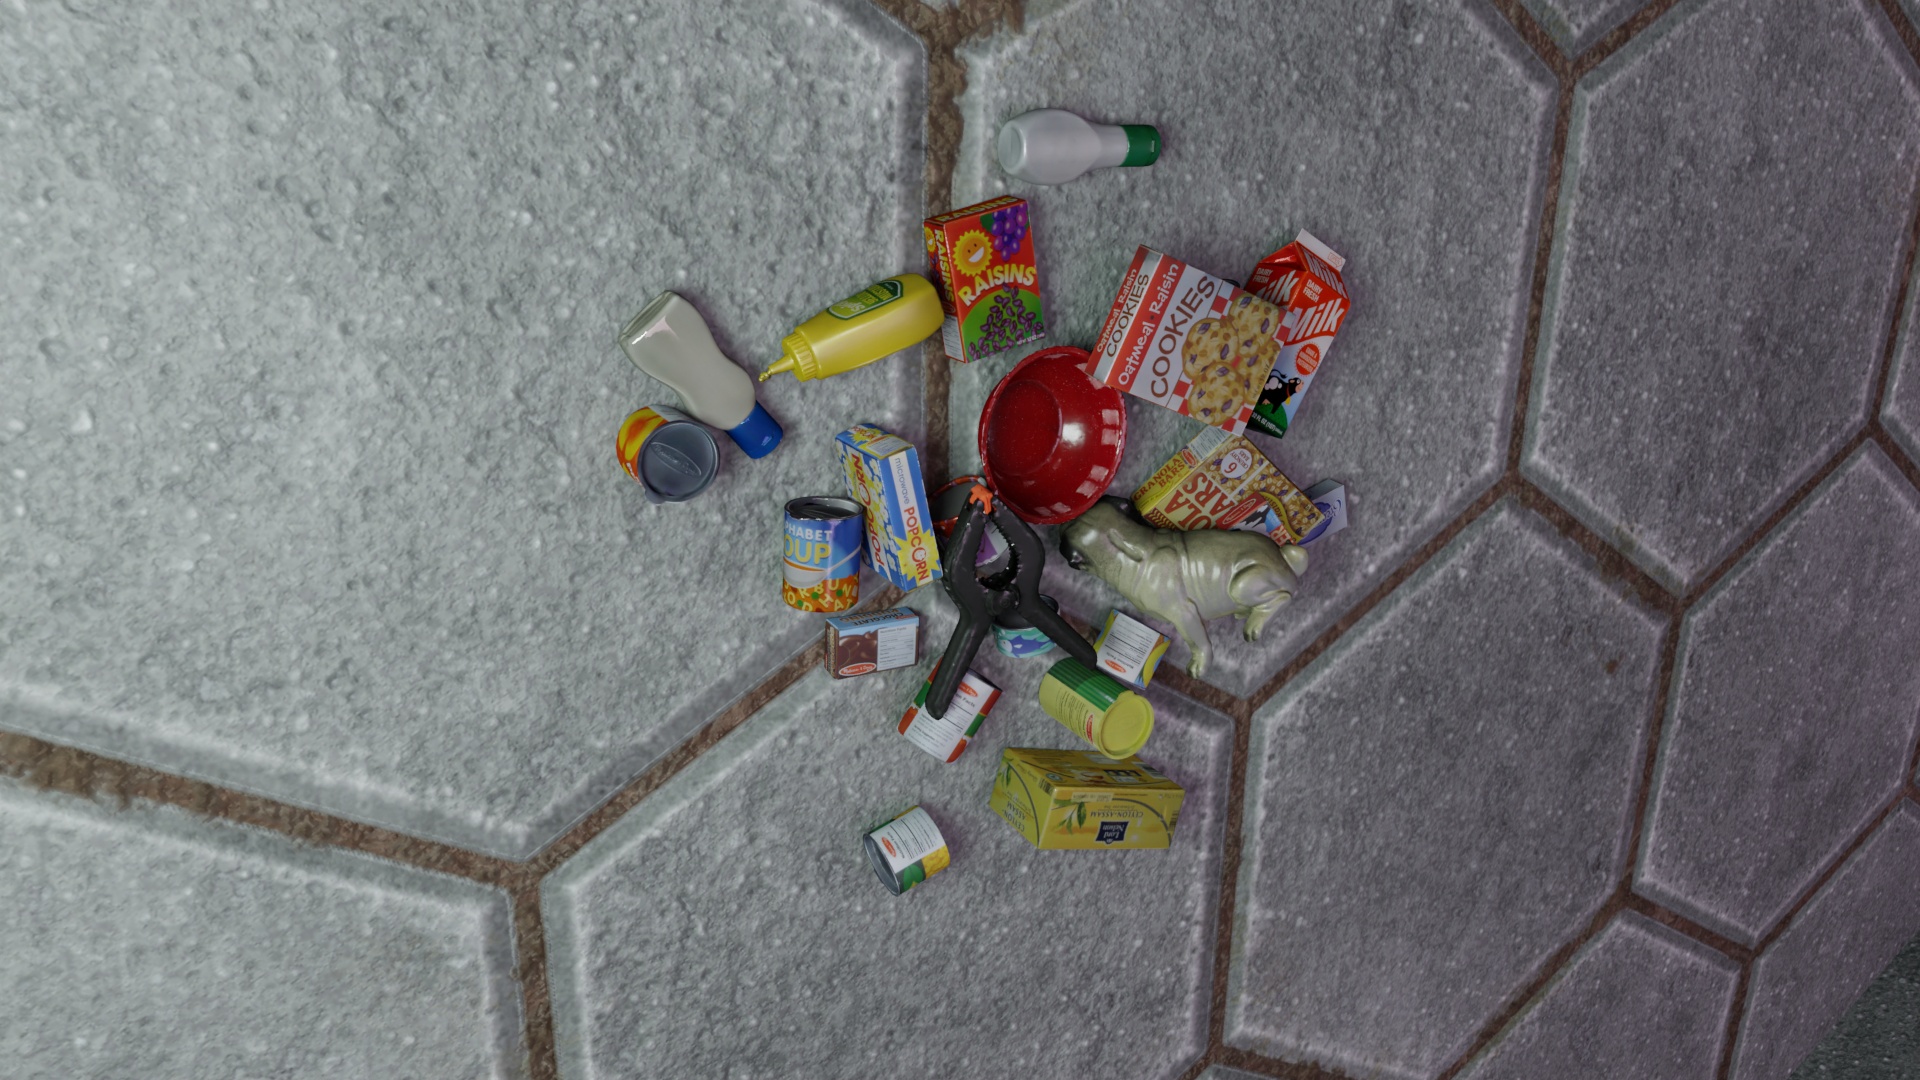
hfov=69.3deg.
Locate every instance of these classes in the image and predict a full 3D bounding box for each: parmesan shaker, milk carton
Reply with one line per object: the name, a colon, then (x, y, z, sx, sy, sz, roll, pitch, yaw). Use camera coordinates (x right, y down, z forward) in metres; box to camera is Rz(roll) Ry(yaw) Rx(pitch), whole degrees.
parmesan shaker: (0.131, 0.159, 1.352, 0.071, 0.103, 0.071, -11, 113, -28)
milk carton: (0.311, -0.204, 1.354, 0.072, 0.073, 0.190, 25, 93, -35)

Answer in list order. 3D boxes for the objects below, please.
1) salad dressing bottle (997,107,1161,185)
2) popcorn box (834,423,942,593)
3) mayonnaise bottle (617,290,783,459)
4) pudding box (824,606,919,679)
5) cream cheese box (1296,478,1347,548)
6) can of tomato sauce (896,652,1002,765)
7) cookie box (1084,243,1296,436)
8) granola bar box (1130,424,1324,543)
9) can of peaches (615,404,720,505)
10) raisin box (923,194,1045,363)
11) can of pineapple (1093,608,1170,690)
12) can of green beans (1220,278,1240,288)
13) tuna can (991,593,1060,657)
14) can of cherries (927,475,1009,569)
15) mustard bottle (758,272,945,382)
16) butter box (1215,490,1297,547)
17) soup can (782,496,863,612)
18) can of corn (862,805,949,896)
salad dressing bottle: (0.105, -0.341, 1.201, 0.148, 0.044, 0.064, -10, 109, -29)
popcorn box: (-0.061, -0.029, 1.182, 0.038, 0.085, 0.126, -23, 117, -23)
mayonnaise bottle: (-0.199, -0.125, 1.094, 0.065, 0.041, 0.147, -46, 125, -8)
pudding box: (-0.079, 0.091, 1.246, 0.084, 0.030, 0.049, -8, 112, -29)
cream cheese box: (0.365, -0.021, 1.479, 0.104, 0.024, 0.053, -26, 120, -21)
can of tomato sauce: (-0.010, 0.157, 1.290, 0.071, 0.071, 0.083, 34, 88, -35)
cookie box: (0.206, -0.177, 1.246, 0.167, 0.040, 0.122, 16, 103, -31)
granola bar box: (0.268, -0.033, 1.384, 0.124, 0.039, 0.165, -43, 125, 13)
can of peaches: (-0.230, -0.067, 1.084, 0.071, 0.058, 0.071, -11, 113, -28)
raisin box: (0.022, -0.224, 1.193, 0.086, 0.040, 0.122, -21, 118, -23)
can of pineapple: (0.168, 0.108, 1.381, 0.071, 0.071, 0.058, 27, 92, -35)
can of green beans: (0.237, -0.207, 1.312, 0.071, 0.071, 0.057, -30, 120, -19)
tuna can: (0.060, 0.080, 1.306, 0.071, 0.071, 0.032, -23, 119, -23)
can of cherries: (0.004, -0.016, 1.240, 0.071, 0.071, 0.058, -40, 122, -13)
mustard bottle: (-0.093, -0.166, 1.130, 0.161, 0.065, 0.048, -28, 123, -16)
butter box: (0.300, 0.002, 1.376, 0.053, 0.024, 0.103, -37, 126, 9)
soup can: (-0.119, 0.012, 1.172, 0.071, 0.071, 0.083, -6, 110, -29)
can of corn: (-0.051, 0.294, 1.313, 0.058, 0.071, 0.071, -26, 118, -21)
